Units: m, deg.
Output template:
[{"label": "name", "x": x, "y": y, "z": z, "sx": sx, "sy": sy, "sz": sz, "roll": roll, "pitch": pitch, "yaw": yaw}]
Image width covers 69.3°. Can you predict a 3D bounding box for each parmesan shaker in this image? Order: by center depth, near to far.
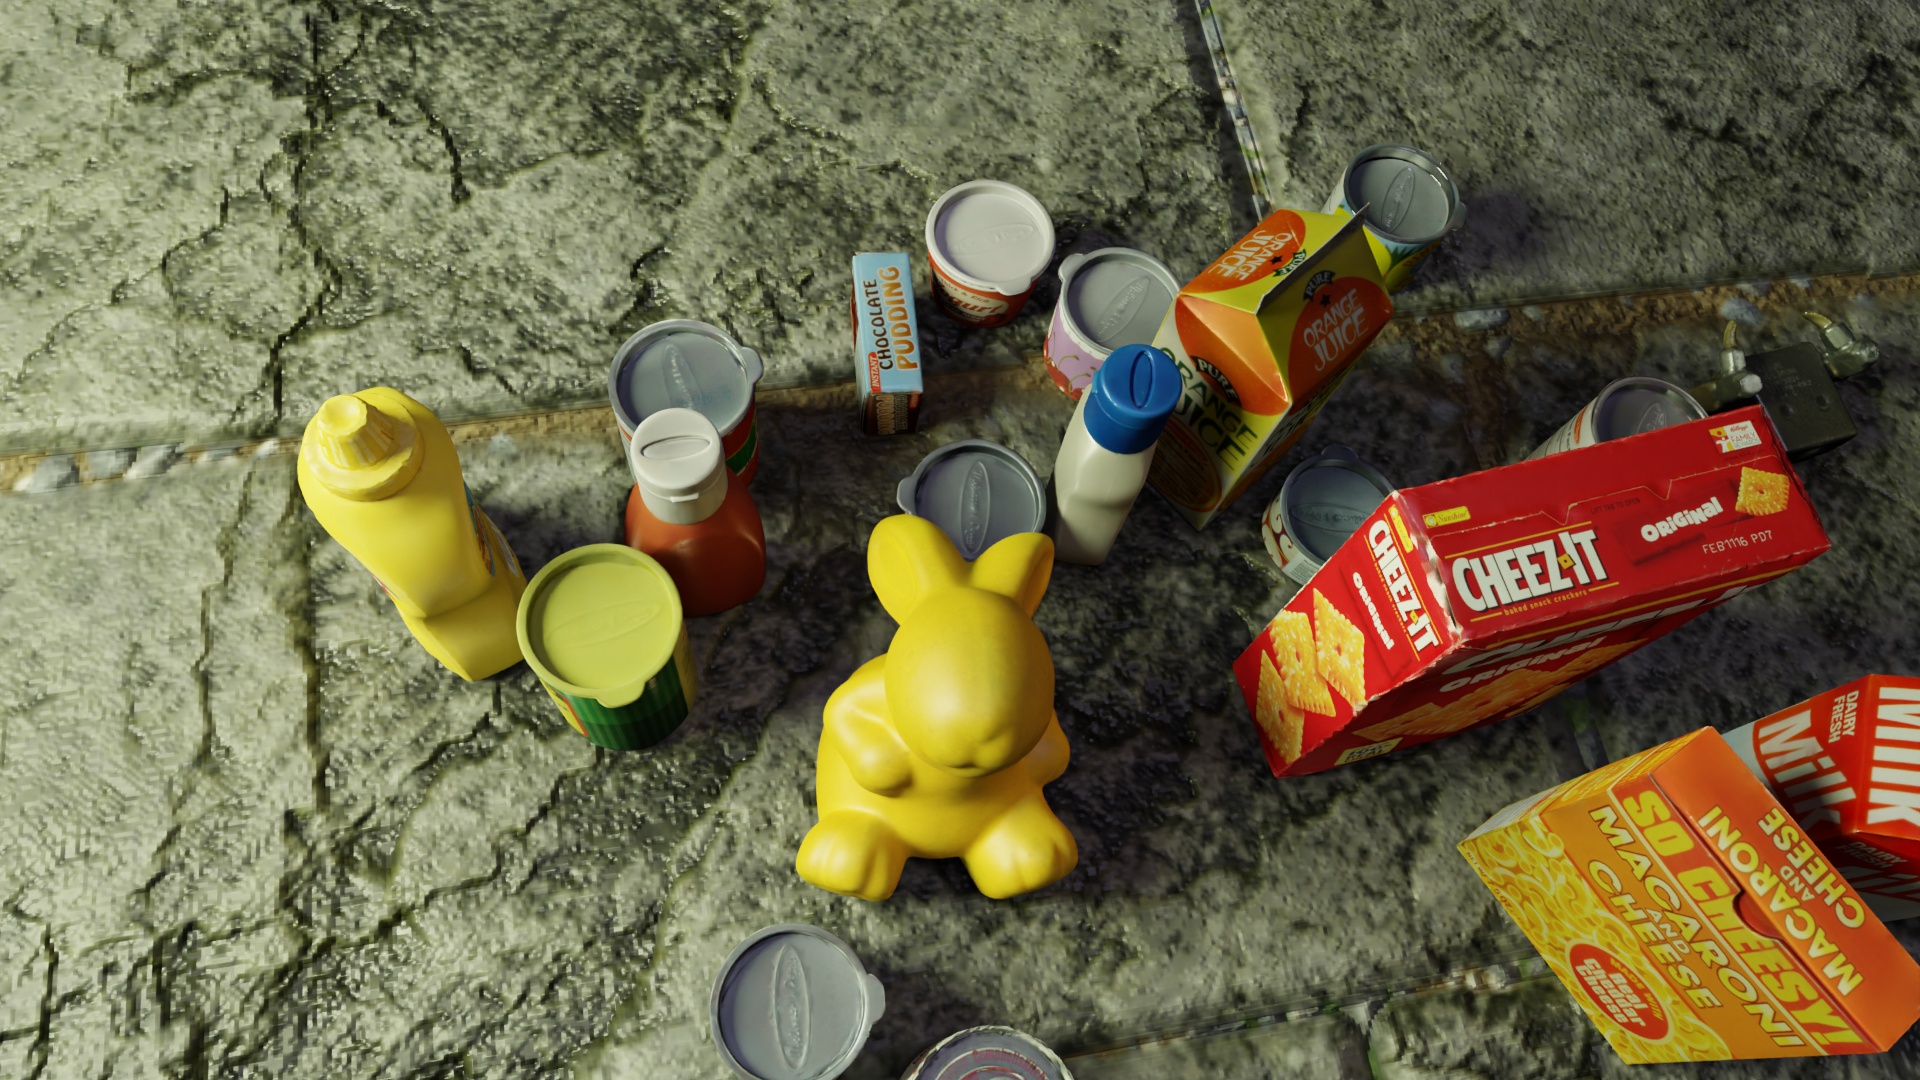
[{"label": "parmesan shaker", "x": -0.152, "y": 0.053, "z": 0.613, "sx": 0.071, "sy": 0.102, "sz": 0.071, "roll": 2, "pitch": 68, "yaw": -6}]

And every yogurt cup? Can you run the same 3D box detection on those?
[{"label": "yogurt cup", "x": 0.013, "y": -0.150, "z": 0.742, "sx": 0.072, "sy": 0.053, "sz": 0.072, "roll": 2, "pitch": 68, "yaw": -6}]

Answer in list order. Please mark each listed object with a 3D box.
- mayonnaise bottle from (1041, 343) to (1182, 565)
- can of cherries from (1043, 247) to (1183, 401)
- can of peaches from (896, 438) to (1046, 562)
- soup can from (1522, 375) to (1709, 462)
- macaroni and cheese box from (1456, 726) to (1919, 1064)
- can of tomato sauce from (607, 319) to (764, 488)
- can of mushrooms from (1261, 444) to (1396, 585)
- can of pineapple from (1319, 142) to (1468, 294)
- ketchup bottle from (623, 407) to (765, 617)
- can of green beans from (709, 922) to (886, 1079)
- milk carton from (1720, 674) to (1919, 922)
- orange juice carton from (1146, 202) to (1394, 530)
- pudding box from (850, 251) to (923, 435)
[{"label": "mayonnaise bottle", "x": 0.069, "y": -0.040, "z": 0.653, "sx": 0.041, "sy": 0.147, "sz": 0.065, "roll": 10, "pitch": 68, "yaw": -3}, {"label": "can of cherries", "x": 0.079, "y": -0.113, "z": 0.732, "sx": 0.071, "sy": 0.058, "sz": 0.072, "roll": 2, "pitch": 68, "yaw": -6}, {"label": "can of peaches", "x": 0.002, "y": -0.009, "z": 0.681, "sx": 0.071, "sy": 0.058, "sz": 0.071, "roll": 2, "pitch": 68, "yaw": -6}, {"label": "soup can", "x": 0.339, "y": -0.035, "z": 0.718, "sx": 0.071, "sy": 0.083, "sz": 0.071, "roll": 2, "pitch": 68, "yaw": -6}, {"label": "macaroni and cheese box", "x": 0.299, "y": 0.158, "z": 0.590, "sx": 0.040, "sy": 0.165, "sz": 0.124, "roll": -31, "pitch": 75, "yaw": -17}, {"label": "can of tomato sauce", "x": -0.130, "y": -0.058, "z": 0.672, "sx": 0.071, "sy": 0.082, "sz": 0.071, "roll": 2, "pitch": 68, "yaw": -6}, {"label": "can of mushrooms", "x": 0.192, "y": -0.011, "z": 0.718, "sx": 0.071, "sy": 0.033, "sz": 0.071, "roll": 2, "pitch": 68, "yaw": -6}, {"label": "can of pineapple", "x": 0.238, "y": -0.177, "z": 0.778, "sx": 0.071, "sy": 0.057, "sz": 0.071, "roll": 2, "pitch": 68, "yaw": -6}, {"label": "ketchup bottle", "x": -0.120, "y": -0.009, "z": 0.617, "sx": 0.065, "sy": 0.148, "sz": 0.043, "roll": -10, "pitch": 70, "yaw": -11}, {"label": "can of green beans", "x": -0.071, "y": 0.199, "z": 0.587, "sx": 0.071, "sy": 0.057, "sz": 0.071, "roll": 2, "pitch": 68, "yaw": -6}, {"label": "milk carton", "x": 0.388, "y": 0.117, "z": 0.604, "sx": 0.073, "sy": 0.189, "sz": 0.072, "roll": 21, "pitch": 67, "yaw": 2}, {"label": "orange juice carton", "x": 0.136, "y": -0.084, "z": 0.655, "sx": 0.072, "sy": 0.192, "sz": 0.073, "roll": -40, "pitch": 78, "yaw": -19}, {"label": "pudding box", "x": -0.039, "y": -0.102, "z": 0.719, "sx": 0.030, "sy": 0.049, "sz": 0.084, "roll": -3, "pitch": 68, "yaw": -8}]
